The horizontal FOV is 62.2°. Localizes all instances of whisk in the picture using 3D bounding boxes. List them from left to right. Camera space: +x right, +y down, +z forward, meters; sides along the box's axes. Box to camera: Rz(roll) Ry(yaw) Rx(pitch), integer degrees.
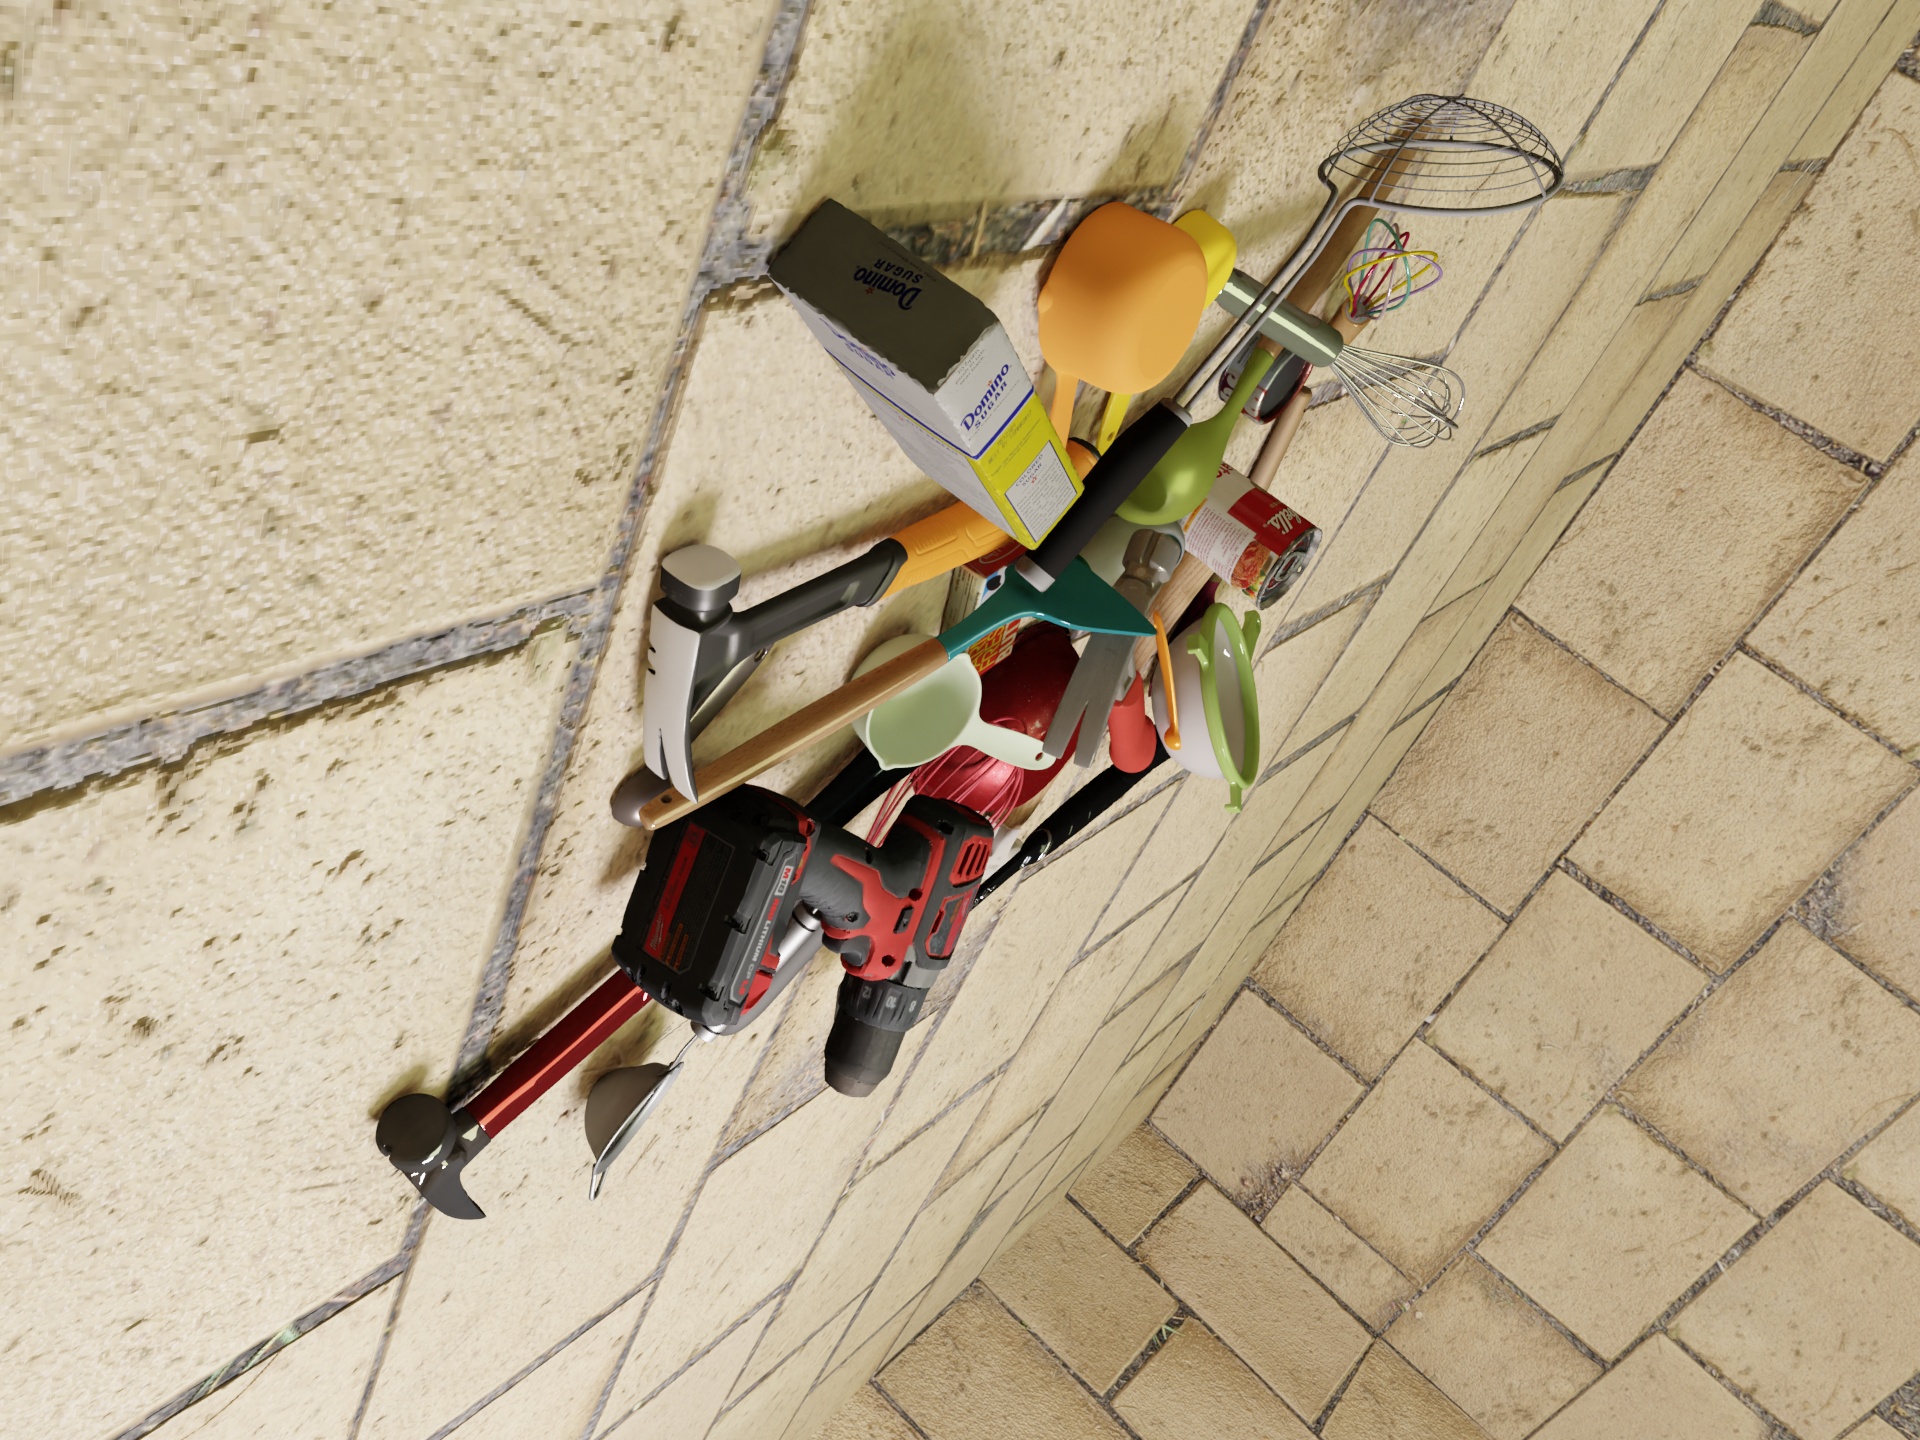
[{"bbox_3d":[-0.063,0.103,1.035,0.296,0.073,0.073,-45,161,11],"label":"whisk"},{"bbox_3d":[0.230,-0.225,0.975,0.246,0.058,0.059,18,124,-38],"label":"whisk"},{"bbox_3d":[0.255,-0.269,1.019,0.047,0.051,0.245,-38,179,4],"label":"whisk"}]

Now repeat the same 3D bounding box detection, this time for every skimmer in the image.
[{"bbox_3d":[0.173,-0.199,0.871,0.363,0.127,0.090,-49,133,5],"label":"skimmer"}]

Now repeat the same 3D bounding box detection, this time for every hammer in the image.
[{"bbox_3d":[-0.158,0.133,0.927,0.386,0.038,0.143,-41,160,-23],"label":"hammer"},{"bbox_3d":[-0.029,-0.076,0.820,0.337,0.034,0.127,-32,146,-44],"label":"hammer"},{"bbox_3d":[0.047,0.112,1.236,0.409,0.036,0.149,-36,157,-38],"label":"hammer"},{"bbox_3d":[0.102,-0.011,1.238,0.331,0.031,0.130,-54,160,11],"label":"hammer"},{"bbox_3d":[0.110,-0.005,1.098,0.359,0.037,0.149,62,50,-75],"label":"hammer"}]

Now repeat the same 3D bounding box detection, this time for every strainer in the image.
[{"bbox_3d":[-0.163,0.193,0.981,0.258,0.050,0.087,-47,176,10],"label":"strainer"},{"bbox_3d":[0.205,-0.037,1.324,0.256,0.069,0.151,-55,133,-61],"label":"strainer"}]

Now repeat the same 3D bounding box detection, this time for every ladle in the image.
[{"bbox_3d":[0.195,-0.256,0.999,0.320,0.062,0.078,-55,156,-6],"label":"ladle"}]

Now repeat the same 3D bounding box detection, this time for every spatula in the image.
[{"bbox_3d":[-0.031,-0.017,0.845,0.317,0.082,0.044,-30,149,-26],"label":"spatula"}]

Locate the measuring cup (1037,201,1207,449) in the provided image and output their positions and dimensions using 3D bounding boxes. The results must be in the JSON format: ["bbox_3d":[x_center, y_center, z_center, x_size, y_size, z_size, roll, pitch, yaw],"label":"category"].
[{"bbox_3d":[0.077,-0.172,0.815,0.095,0.052,0.173,-27,138,-49],"label":"measuring cup"}]

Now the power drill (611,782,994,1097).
[{"bbox_3d":[-0.082,0.126,0.892,0.226,0.080,0.188,14,99,-54],"label":"power drill"}]

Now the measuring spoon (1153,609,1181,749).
[{"bbox_3d":[0.153,-0.029,1.200,0.011,0.021,0.116,-15,115,-7],"label":"measuring spoon"}]

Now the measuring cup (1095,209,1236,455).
[{"bbox_3d":[0.113,-0.210,0.899,0.062,0.029,0.156,-29,149,-45],"label":"measuring cup"}]

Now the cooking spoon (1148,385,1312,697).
[{"bbox_3d":[0.211,-0.134,1.269,0.069,0.017,0.318,-35,156,-41],"label":"cooking spoon"}]

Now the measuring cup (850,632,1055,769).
[{"bbox_3d":[-0.002,-0.003,0.946,0.167,0.038,0.083,22,108,-48],"label":"measuring cup"}]

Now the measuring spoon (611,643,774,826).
[{"bbox_3d":[-0.127,0.006,0.791,0.124,0.018,0.034,-51,160,0],"label":"measuring spoon"}]
